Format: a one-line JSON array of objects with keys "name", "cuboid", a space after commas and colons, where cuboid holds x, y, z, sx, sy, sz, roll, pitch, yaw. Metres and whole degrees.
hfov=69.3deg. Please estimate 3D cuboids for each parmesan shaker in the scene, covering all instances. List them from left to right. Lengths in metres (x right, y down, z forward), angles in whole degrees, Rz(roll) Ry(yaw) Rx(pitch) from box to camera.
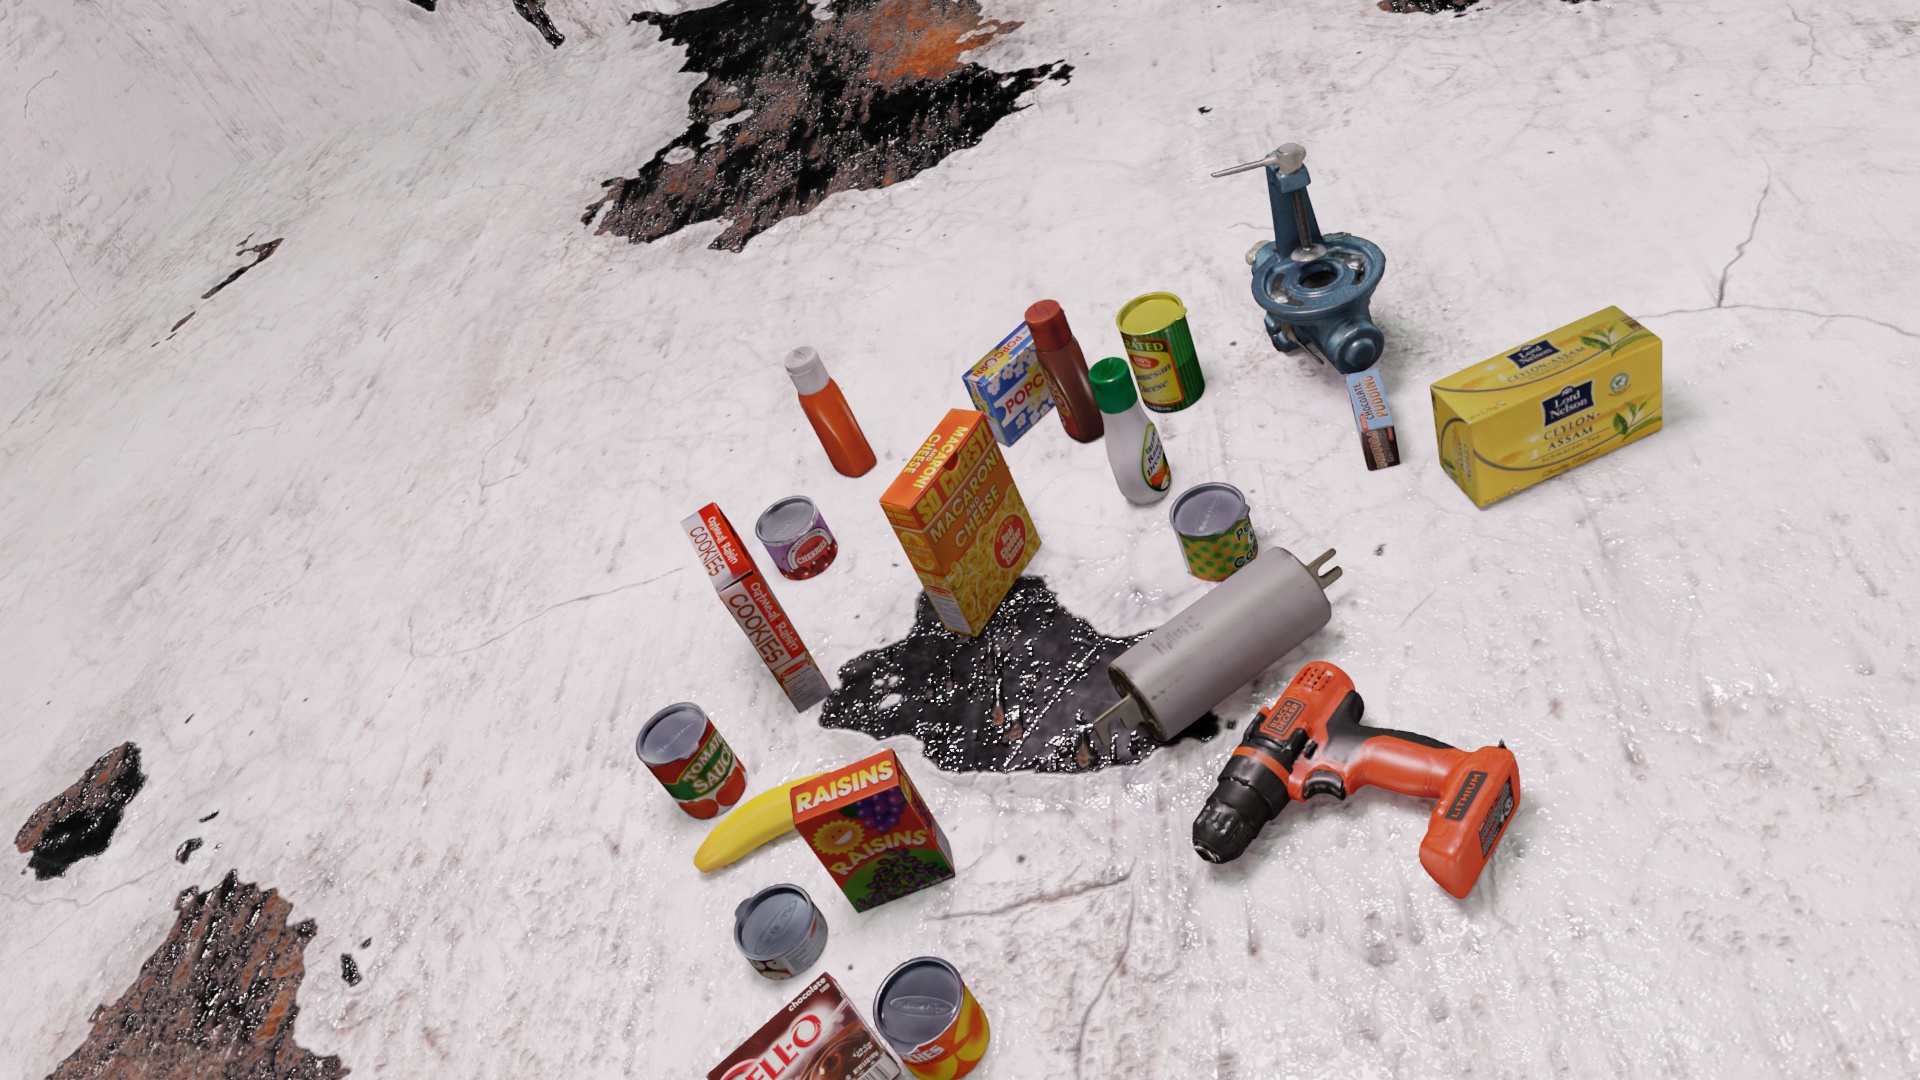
[{"name": "parmesan shaker", "cuboid": [0.200, -0.184, 1.366, 0.071, 0.102, 0.072, -15, 41, 13]}]

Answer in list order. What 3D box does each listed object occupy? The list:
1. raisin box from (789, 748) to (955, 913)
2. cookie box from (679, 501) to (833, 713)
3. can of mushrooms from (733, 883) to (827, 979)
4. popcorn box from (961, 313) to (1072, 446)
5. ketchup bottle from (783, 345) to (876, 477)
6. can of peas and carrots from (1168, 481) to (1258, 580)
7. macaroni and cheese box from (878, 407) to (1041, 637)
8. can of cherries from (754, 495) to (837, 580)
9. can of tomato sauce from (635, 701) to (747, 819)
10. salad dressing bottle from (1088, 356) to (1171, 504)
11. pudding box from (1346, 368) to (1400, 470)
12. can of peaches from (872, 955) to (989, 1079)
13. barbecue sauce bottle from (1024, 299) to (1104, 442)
[{"name": "raisin box", "cuboid": [-0.065, 0.220, 1.049, 0.086, 0.123, 0.040, -22, 40, 5]}, {"name": "cookie box", "cuboid": [-0.183, 0.060, 1.250, 0.040, 0.166, 0.123, -32, 40, -7]}, {"name": "can of mushrooms", "cuboid": [-0.140, 0.300, 1.070, 0.071, 0.033, 0.071, -15, 41, 13]}, {"name": "popcorn box", "cuboid": [0.068, -0.170, 1.434, 0.127, 0.085, 0.038, -43, 43, -20]}, {"name": "ketchup bottle", "cuboid": [-0.139, -0.136, 1.454, 0.043, 0.148, 0.065, -39, 41, -15]}, {"name": "can of peas and carrots", "cuboid": [0.221, -0.007, 1.198, 0.071, 0.058, 0.071, -15, 41, 13]}, {"name": "macaroni and cheese box", "cuboid": [0.004, -0.015, 1.235, 0.040, 0.165, 0.124, 11, 52, 36]}, {"name": "can of cherries", "cuboid": [-0.162, -0.001, 1.391, 0.071, 0.058, 0.072, -15, 41, 13]}, {"name": "can of tomato sauce", "cuboid": [-0.229, 0.191, 1.197, 0.071, 0.082, 0.071, -15, 41, 13]}, {"name": "salad dressing bottle", "cuboid": [0.153, -0.099, 1.264, 0.044, 0.147, 0.064, 3, 48, 31]}, {"name": "pudding box", "cuboid": [0.368, -0.109, 1.239, 0.030, 0.049, 0.084, -13, 41, 15]}, {"name": "can of peaches", "cuboid": [-0.020, 0.332, 0.955, 0.071, 0.057, 0.071, -15, 41, 13]}, {"name": "barbecue sauce bottle", "cuboid": [0.102, -0.168, 1.364, 0.044, 0.148, 0.065, -29, 40, -3]}]
